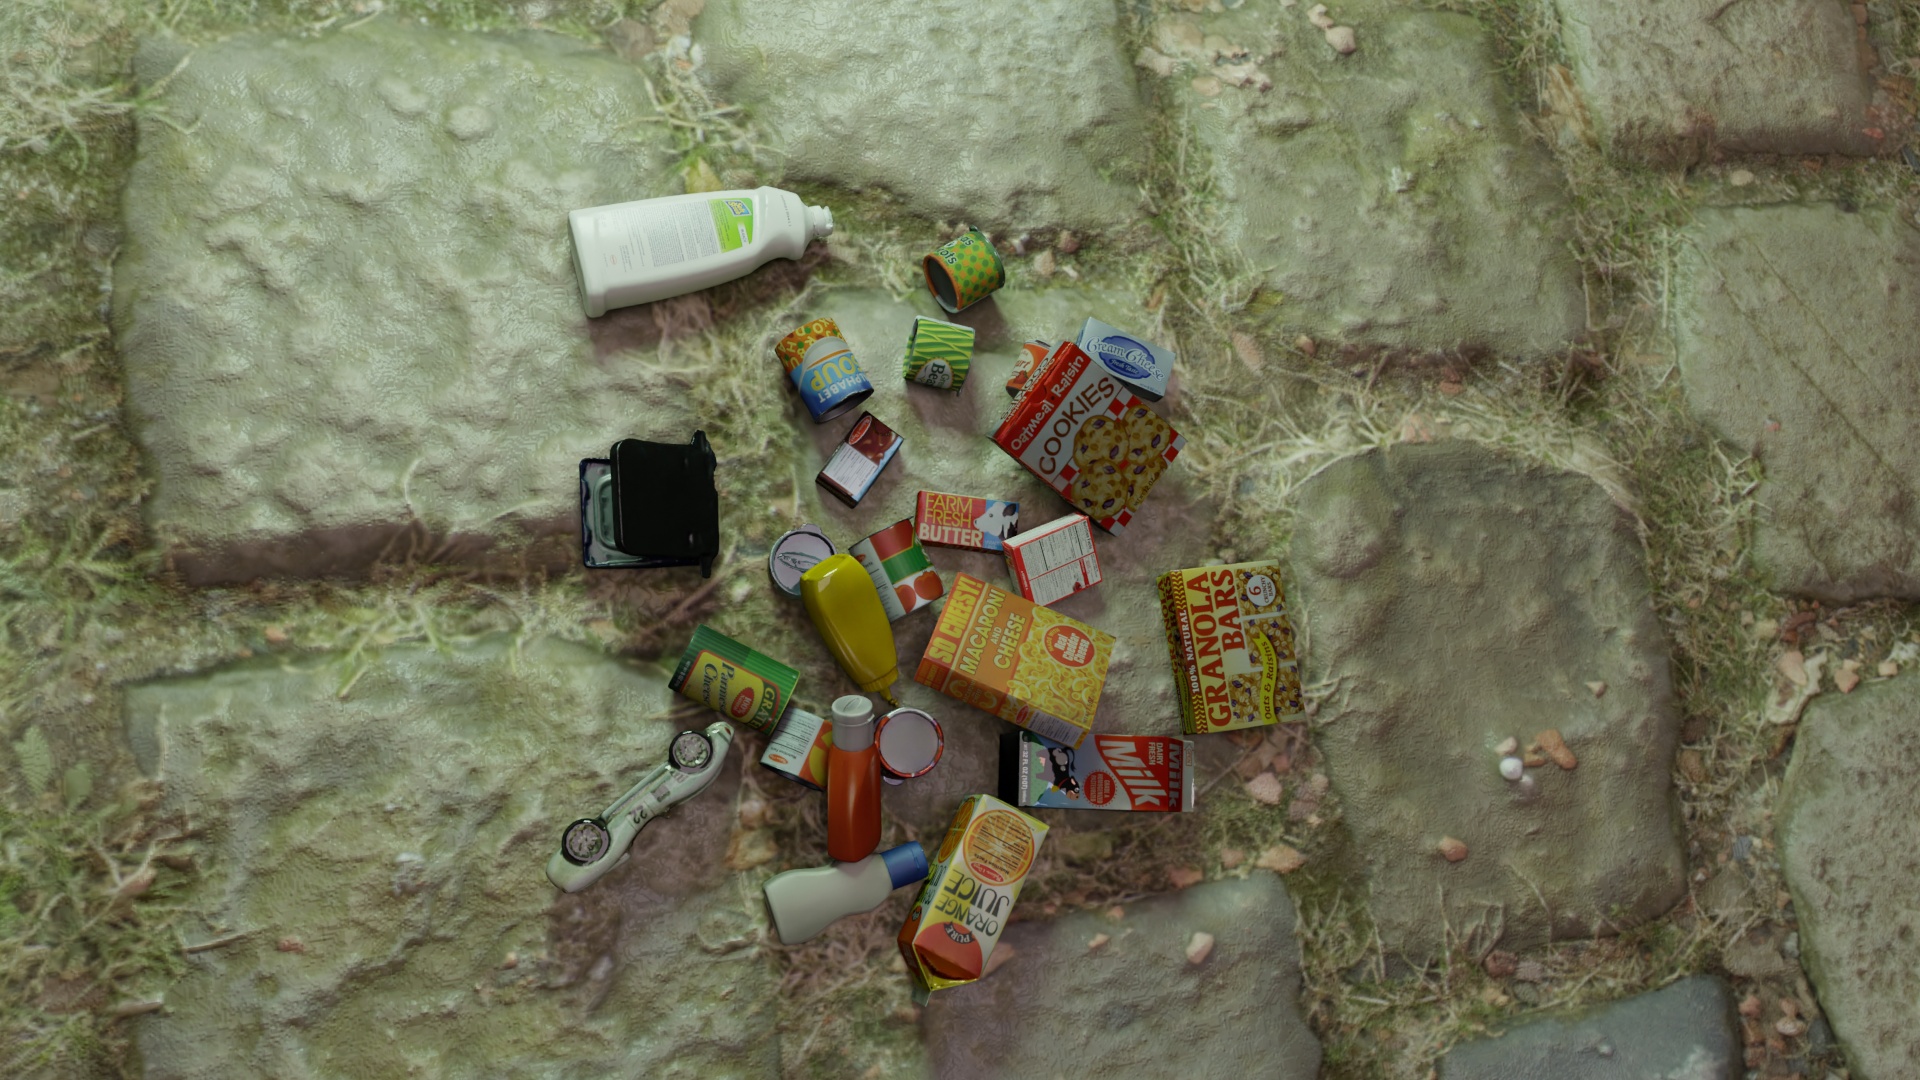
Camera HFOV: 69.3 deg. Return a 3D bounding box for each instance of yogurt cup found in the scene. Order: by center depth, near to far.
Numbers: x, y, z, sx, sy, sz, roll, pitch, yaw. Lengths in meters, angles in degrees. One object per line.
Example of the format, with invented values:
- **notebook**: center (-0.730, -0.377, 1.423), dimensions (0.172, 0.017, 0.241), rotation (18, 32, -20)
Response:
- **yogurt cup**: center (0.082, -0.163, 1.408), dimensions (0.072, 0.072, 0.054), rotation (32, 81, -6)

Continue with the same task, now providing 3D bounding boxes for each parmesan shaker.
- **parmesan shaker**: center (-0.209, 0.130, 1.274), dimensions (0.103, 0.071, 0.071), rotation (27, 74, -8)

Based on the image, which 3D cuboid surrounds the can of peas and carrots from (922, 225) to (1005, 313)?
- **can of peas and carrots**: center (0.002, -0.274, 1.406), dimensions (0.059, 0.071, 0.071), rotation (-32, 88, -17)

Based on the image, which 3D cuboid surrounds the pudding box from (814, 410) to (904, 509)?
- **pudding box**: center (-0.099, -0.079, 1.361), dimensions (0.049, 0.030, 0.084), rotation (36, 73, -4)

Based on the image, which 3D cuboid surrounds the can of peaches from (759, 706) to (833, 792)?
- **can of peaches**: center (-0.142, 0.193, 1.279), dimensions (0.071, 0.071, 0.058), rotation (26, 74, -8)

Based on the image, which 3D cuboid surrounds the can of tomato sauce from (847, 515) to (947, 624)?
- **can of tomato sauce**: center (-0.058, 0.029, 1.331), dimensions (0.071, 0.071, 0.083), rotation (-27, 88, -18)

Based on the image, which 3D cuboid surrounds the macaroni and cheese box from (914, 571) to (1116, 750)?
- **macaroni and cheese box**: center (0.053, 0.113, 1.317), dimensions (0.166, 0.040, 0.124), rotation (23, 44, 1)

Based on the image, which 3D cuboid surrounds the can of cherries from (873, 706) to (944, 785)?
- **can of cherries**: center (-0.053, 0.193, 1.303), dimensions (0.071, 0.058, 0.071), rotation (3, 78, -14)

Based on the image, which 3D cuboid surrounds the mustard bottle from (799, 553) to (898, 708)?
- **mustard bottle**: center (-0.095, 0.092, 1.305), dimensions (0.065, 0.049, 0.159), rotation (-32, 111, -25)

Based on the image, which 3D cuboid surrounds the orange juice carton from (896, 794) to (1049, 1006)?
- **orange juice carton**: center (0.003, 0.336, 1.282), dimensions (0.073, 0.071, 0.193), rotation (29, 73, -7)

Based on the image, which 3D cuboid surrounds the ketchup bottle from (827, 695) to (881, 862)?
- **ketchup bottle**: center (-0.096, 0.213, 1.252), dimensions (0.043, 0.065, 0.148), rotation (9, 114, 19)

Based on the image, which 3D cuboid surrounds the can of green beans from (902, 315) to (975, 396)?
- **can of green beans**: center (-0.022, -0.186, 1.383), dimensions (0.058, 0.071, 0.071), rotation (12, 77, -11)

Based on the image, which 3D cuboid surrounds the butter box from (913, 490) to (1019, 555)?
- **butter box**: center (0.005, -0.017, 1.379), dimensions (0.103, 0.024, 0.053), rotation (7, 77, -13)

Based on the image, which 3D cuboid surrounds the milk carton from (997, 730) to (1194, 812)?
- **milk carton**: center (0.137, 0.224, 1.338), dimensions (0.191, 0.073, 0.072), rotation (5, 78, -14)

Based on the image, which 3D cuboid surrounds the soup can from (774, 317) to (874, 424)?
- **soup can**: center (-0.132, -0.166, 1.349), dimensions (0.071, 0.071, 0.084), rotation (-29, 87, -18)

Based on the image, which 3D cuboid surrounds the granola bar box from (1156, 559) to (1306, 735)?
- **granola bar box**: center (0.275, 0.108, 1.415), dimensions (0.124, 0.039, 0.165), rotation (-6, 81, -16)

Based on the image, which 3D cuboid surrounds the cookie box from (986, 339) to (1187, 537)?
- **cookie box**: center (0.127, -0.101, 1.380), dimensions (0.167, 0.040, 0.123), rotation (37, 87, -22)

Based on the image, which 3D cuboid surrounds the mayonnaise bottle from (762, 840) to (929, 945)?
- **mayonnaise bottle**: center (-0.103, 0.318, 1.276), dimensions (0.148, 0.041, 0.065), rotation (-17, 85, -18)

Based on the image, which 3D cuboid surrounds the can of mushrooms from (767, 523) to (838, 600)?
- **can of mushrooms**: center (-0.150, 0.021, 1.326), dimensions (0.071, 0.033, 0.071), rotation (3, 79, -13)

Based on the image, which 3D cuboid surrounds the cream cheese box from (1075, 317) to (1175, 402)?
- **cream cheese box**: center (0.170, -0.190, 1.456), dimensions (0.104, 0.024, 0.053), rotation (21, 73, -10)
